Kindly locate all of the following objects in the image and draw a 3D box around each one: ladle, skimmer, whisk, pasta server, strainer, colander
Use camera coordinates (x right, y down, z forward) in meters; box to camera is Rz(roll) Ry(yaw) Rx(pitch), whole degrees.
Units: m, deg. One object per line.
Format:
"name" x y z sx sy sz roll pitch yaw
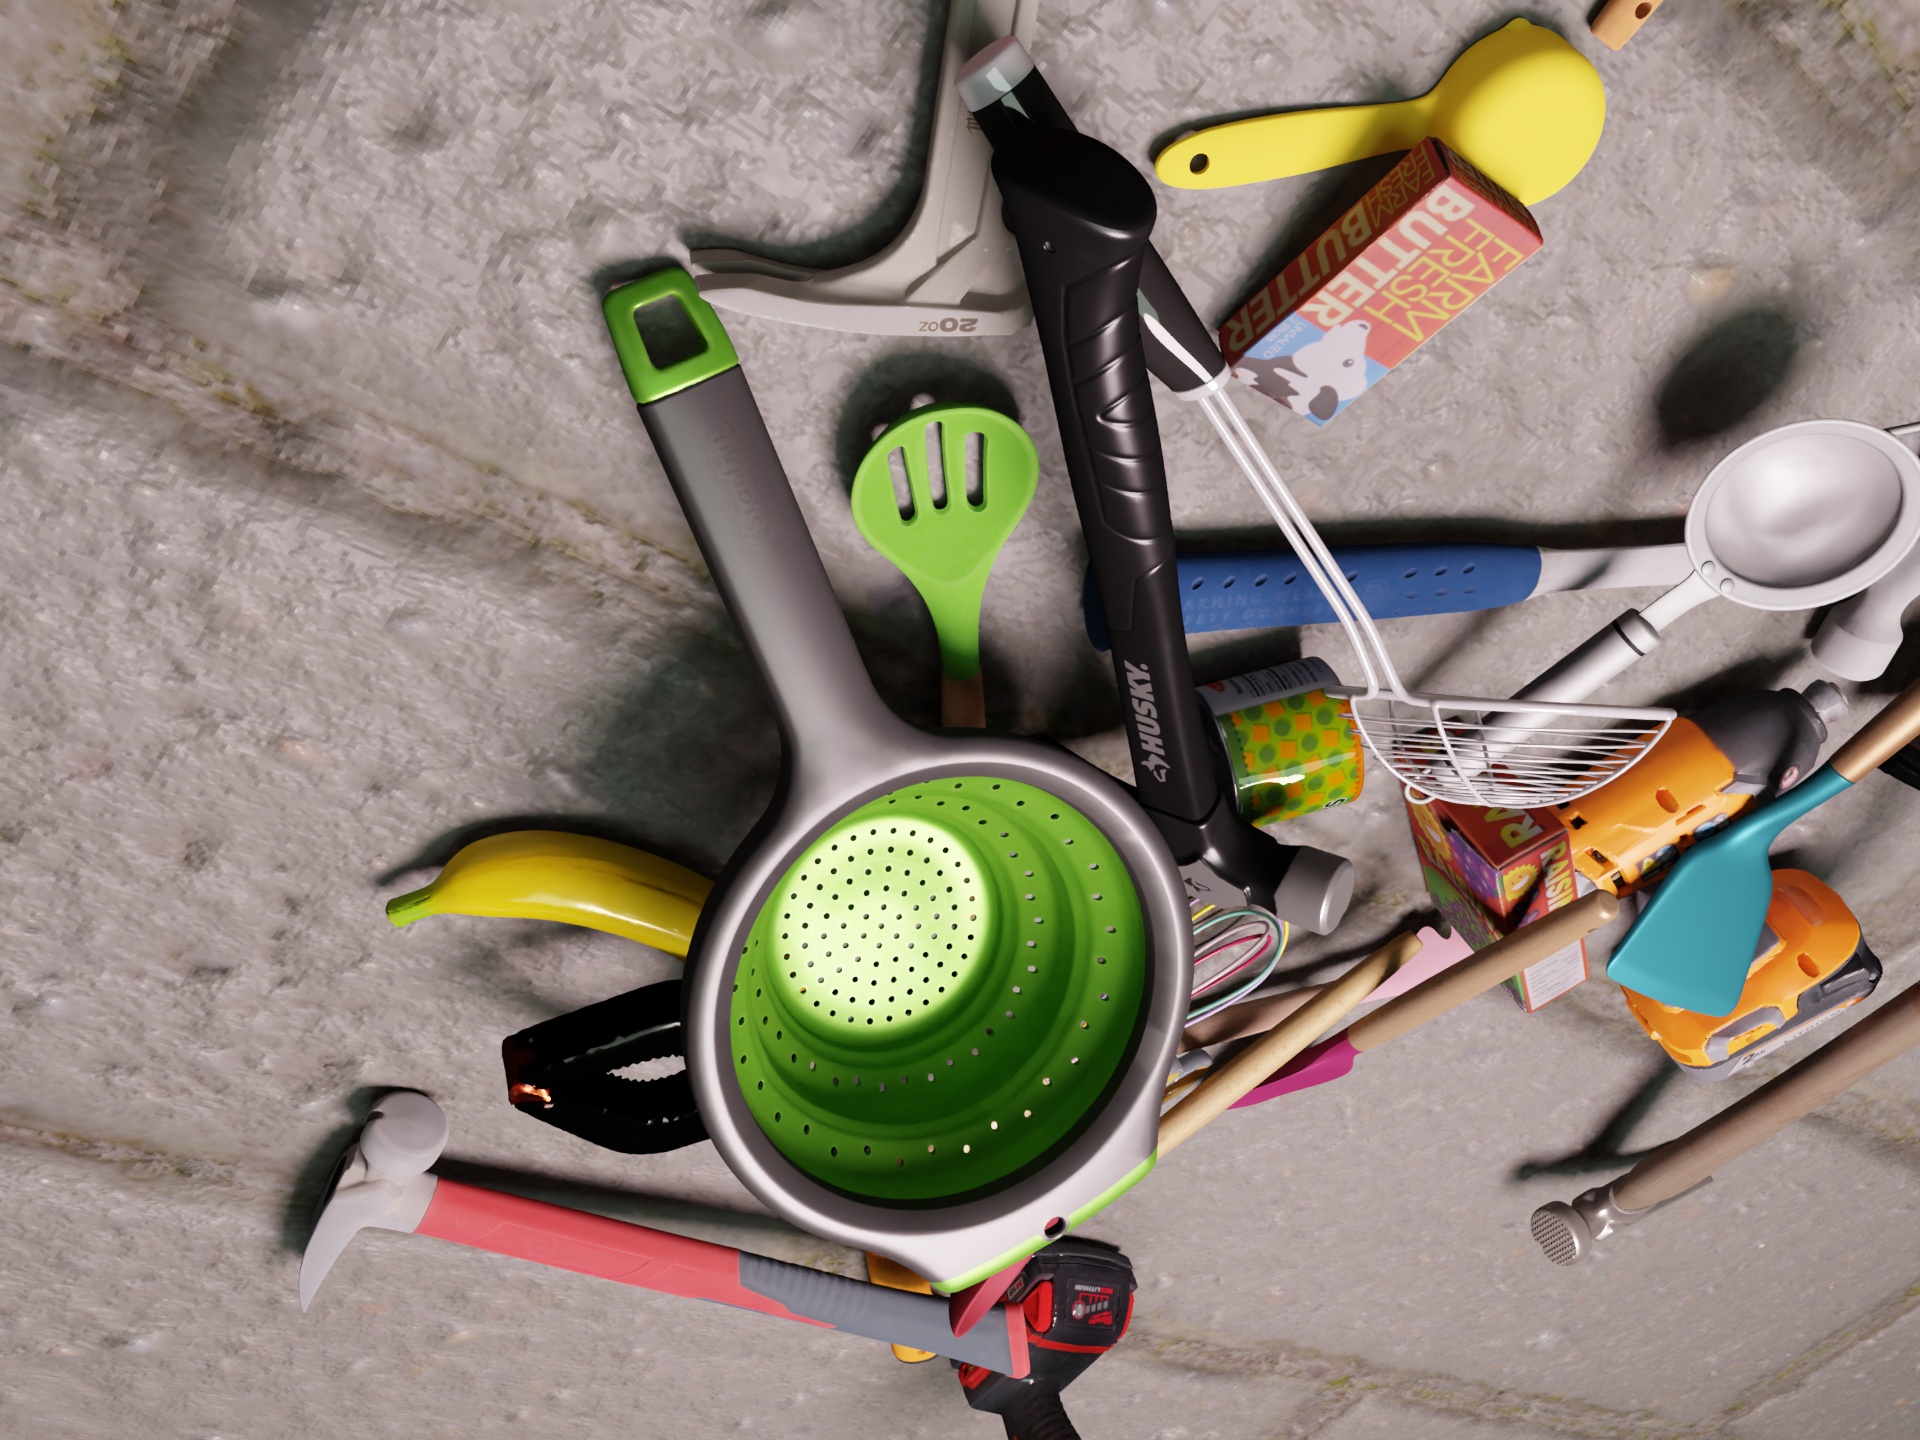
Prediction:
"ladle" 0.110 0.209 0.815 0.315 0.031 0.069 -41 161 8
"skimmer" 0.128 -0.090 0.548 0.363 0.127 0.090 49 67 -28
"whisk" 0.062 0.167 0.791 0.245 0.051 0.047 -36 140 3
"pasta server" 0.166 0.148 0.842 0.316 0.040 0.060 -15 133 1
"strainer" 0.283 -0.044 0.653 0.086 0.050 0.258 38 119 -18
"colander" -0.046 0.025 0.607 0.204 0.095 0.396 -27 110 -15

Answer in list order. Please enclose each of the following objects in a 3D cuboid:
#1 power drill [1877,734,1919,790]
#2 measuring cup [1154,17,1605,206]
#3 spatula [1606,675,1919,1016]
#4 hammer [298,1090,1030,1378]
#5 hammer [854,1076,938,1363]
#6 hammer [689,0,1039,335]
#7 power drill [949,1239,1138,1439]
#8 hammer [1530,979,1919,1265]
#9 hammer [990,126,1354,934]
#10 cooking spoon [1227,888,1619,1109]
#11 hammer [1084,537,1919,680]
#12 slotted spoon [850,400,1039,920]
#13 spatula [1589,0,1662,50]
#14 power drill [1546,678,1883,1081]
"power drill" 0.510 -0.067 0.720 0.143 0.079 0.219 -23 131 -26
"measuring cup" 0.143 -0.192 0.532 0.156 0.029 0.062 -12 132 -9
"spatula" 0.409 0.012 0.688 0.082 0.044 0.317 20 127 -19
"hammer" -0.138 0.296 0.828 0.386 0.038 0.143 22 122 -22
"hammer" -0.048 0.262 0.866 0.127 0.034 0.336 -14 133 -7
"hammer" 0.013 -0.271 0.420 0.149 0.037 0.358 -2 131 -16
"power drill" 0.082 0.412 0.906 0.080 0.227 0.188 19 122 -30
"hammer" 0.483 0.200 0.894 0.146 0.038 0.410 -14 149 -28
"hammer" 0.057 -0.047 0.549 0.035 0.146 0.334 -53 146 -28
"cooking spoon" 0.213 0.149 0.790 0.068 0.017 0.318 -2 154 -25
"hammer" 0.251 -0.068 0.672 0.405 0.035 0.144 -5 131 -14
"slotted spoon" -0.001 -0.002 0.657 0.070 0.031 0.313 -11 134 -8
"spatula" 0.296 -0.345 0.456 0.081 0.041 0.322 16 127 -29
"power drill" 0.396 0.080 0.820 0.164 0.084 0.226 -35 128 11
